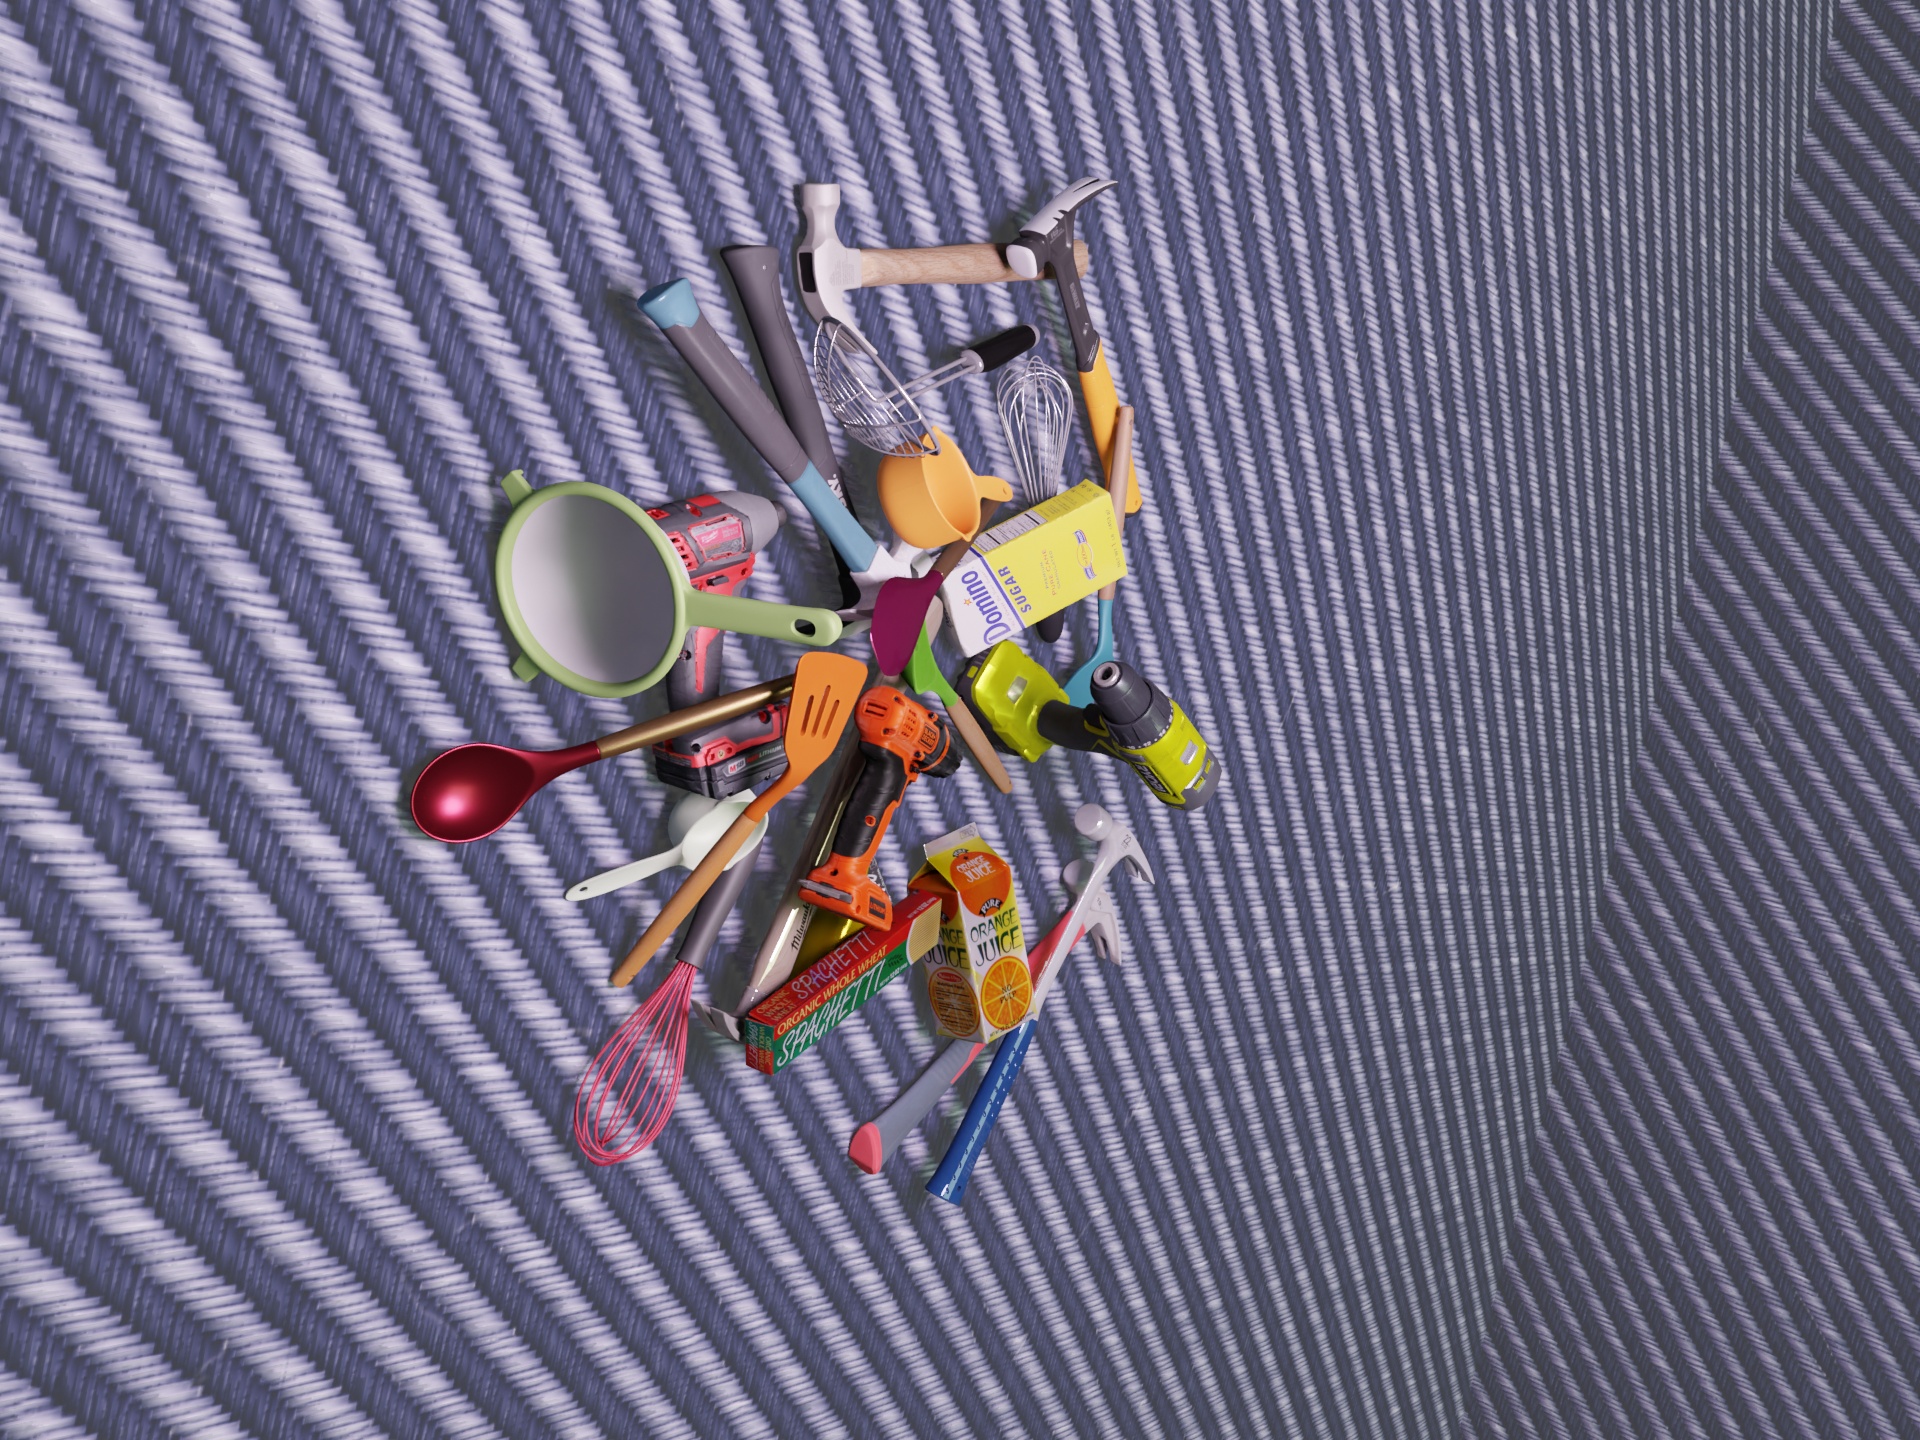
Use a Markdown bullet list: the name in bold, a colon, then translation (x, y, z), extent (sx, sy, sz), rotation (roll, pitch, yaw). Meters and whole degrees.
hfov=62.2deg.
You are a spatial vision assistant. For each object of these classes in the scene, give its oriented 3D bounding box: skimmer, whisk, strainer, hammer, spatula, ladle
- **skimmer**: translation (-0.001, -0.290, 1.258), extent (0.127, 0.090, 0.363), rotation (48, 36, 1)
- **whisk**: translation (0.075, -0.197, 1.464), extent (0.070, 0.070, 0.284), rotation (-34, 131, -37)
- **strainer**: translation (-0.190, -0.087, 1.078), extent (0.069, 0.256, 0.151), rotation (-45, 141, -61)
- **whisk**: translation (-0.224, 0.212, 1.265), extent (0.073, 0.073, 0.296), rotation (40, 67, -47)
- **hammer**: translation (-0.108, 0.073, 1.327), extent (0.411, 0.038, 0.146), rotation (-68, 159, -13)
- **hammer**: translation (0.076, 0.287, 1.581), extent (0.143, 0.035, 0.405), rotation (39, 74, -50)
- **hammer**: translation (-0.120, -0.216, 1.253), extent (0.146, 0.035, 0.334), rotation (-43, 131, -31)
- **hammer**: translation (-0.006, -0.378, 1.328), extent (0.331, 0.031, 0.130), rotation (-18, 115, -44)
- **spatula**: translation (0.133, -0.145, 1.531), extent (0.082, 0.044, 0.317), rotation (-15, 118, -44)
- **hammer**: translation (0.032, 0.313, 1.598), extent (0.386, 0.038, 0.143), rotation (-44, 133, -30)
- **spatula**: translation (-0.176, 0.083, 1.200), extent (0.322, 0.041, 0.081), rotation (-50, 152, 18)
- **hammer**: translation (-0.129, -0.197, 1.185), extent (0.330, 0.033, 0.128), rotation (52, 47, -41)
- **ladle**: translation (-0.233, 0.012, 1.133), extent (0.315, 0.031, 0.069), rotation (-19, 113, -18)
- **hammer**: translation (0.126, -0.325, 1.461), extent (0.127, 0.034, 0.336), rotation (-49, 141, -25)

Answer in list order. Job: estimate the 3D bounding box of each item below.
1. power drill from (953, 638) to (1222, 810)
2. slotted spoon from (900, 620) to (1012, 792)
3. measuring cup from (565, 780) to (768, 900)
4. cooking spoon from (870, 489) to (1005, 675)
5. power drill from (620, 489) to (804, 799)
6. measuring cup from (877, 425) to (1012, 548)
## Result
- **power drill**: translation (0.106, -0.008, 1.424), extent (0.080, 0.229, 0.190), rotation (-60, 137, -15)
- **slotted spoon**: translation (-0.002, -0.005, 1.417), extent (0.313, 0.031, 0.070), rotation (57, 35, -57)
- **measuring cup**: translation (-0.232, 0.095, 1.235), extent (0.167, 0.038, 0.083), rotation (-21, 142, -22)
- **cooking spoon**: translation (-0.012, -0.130, 1.319), extent (0.319, 0.017, 0.068), rotation (-59, 138, -53)
- **power drill**: translation (-0.181, -0.064, 1.209), extent (0.143, 0.079, 0.219), rotation (-25, 117, -41)
- **measuring cup**: translation (-0.011, -0.183, 1.295), extent (0.173, 0.052, 0.095), rotation (-12, 85, -65)
